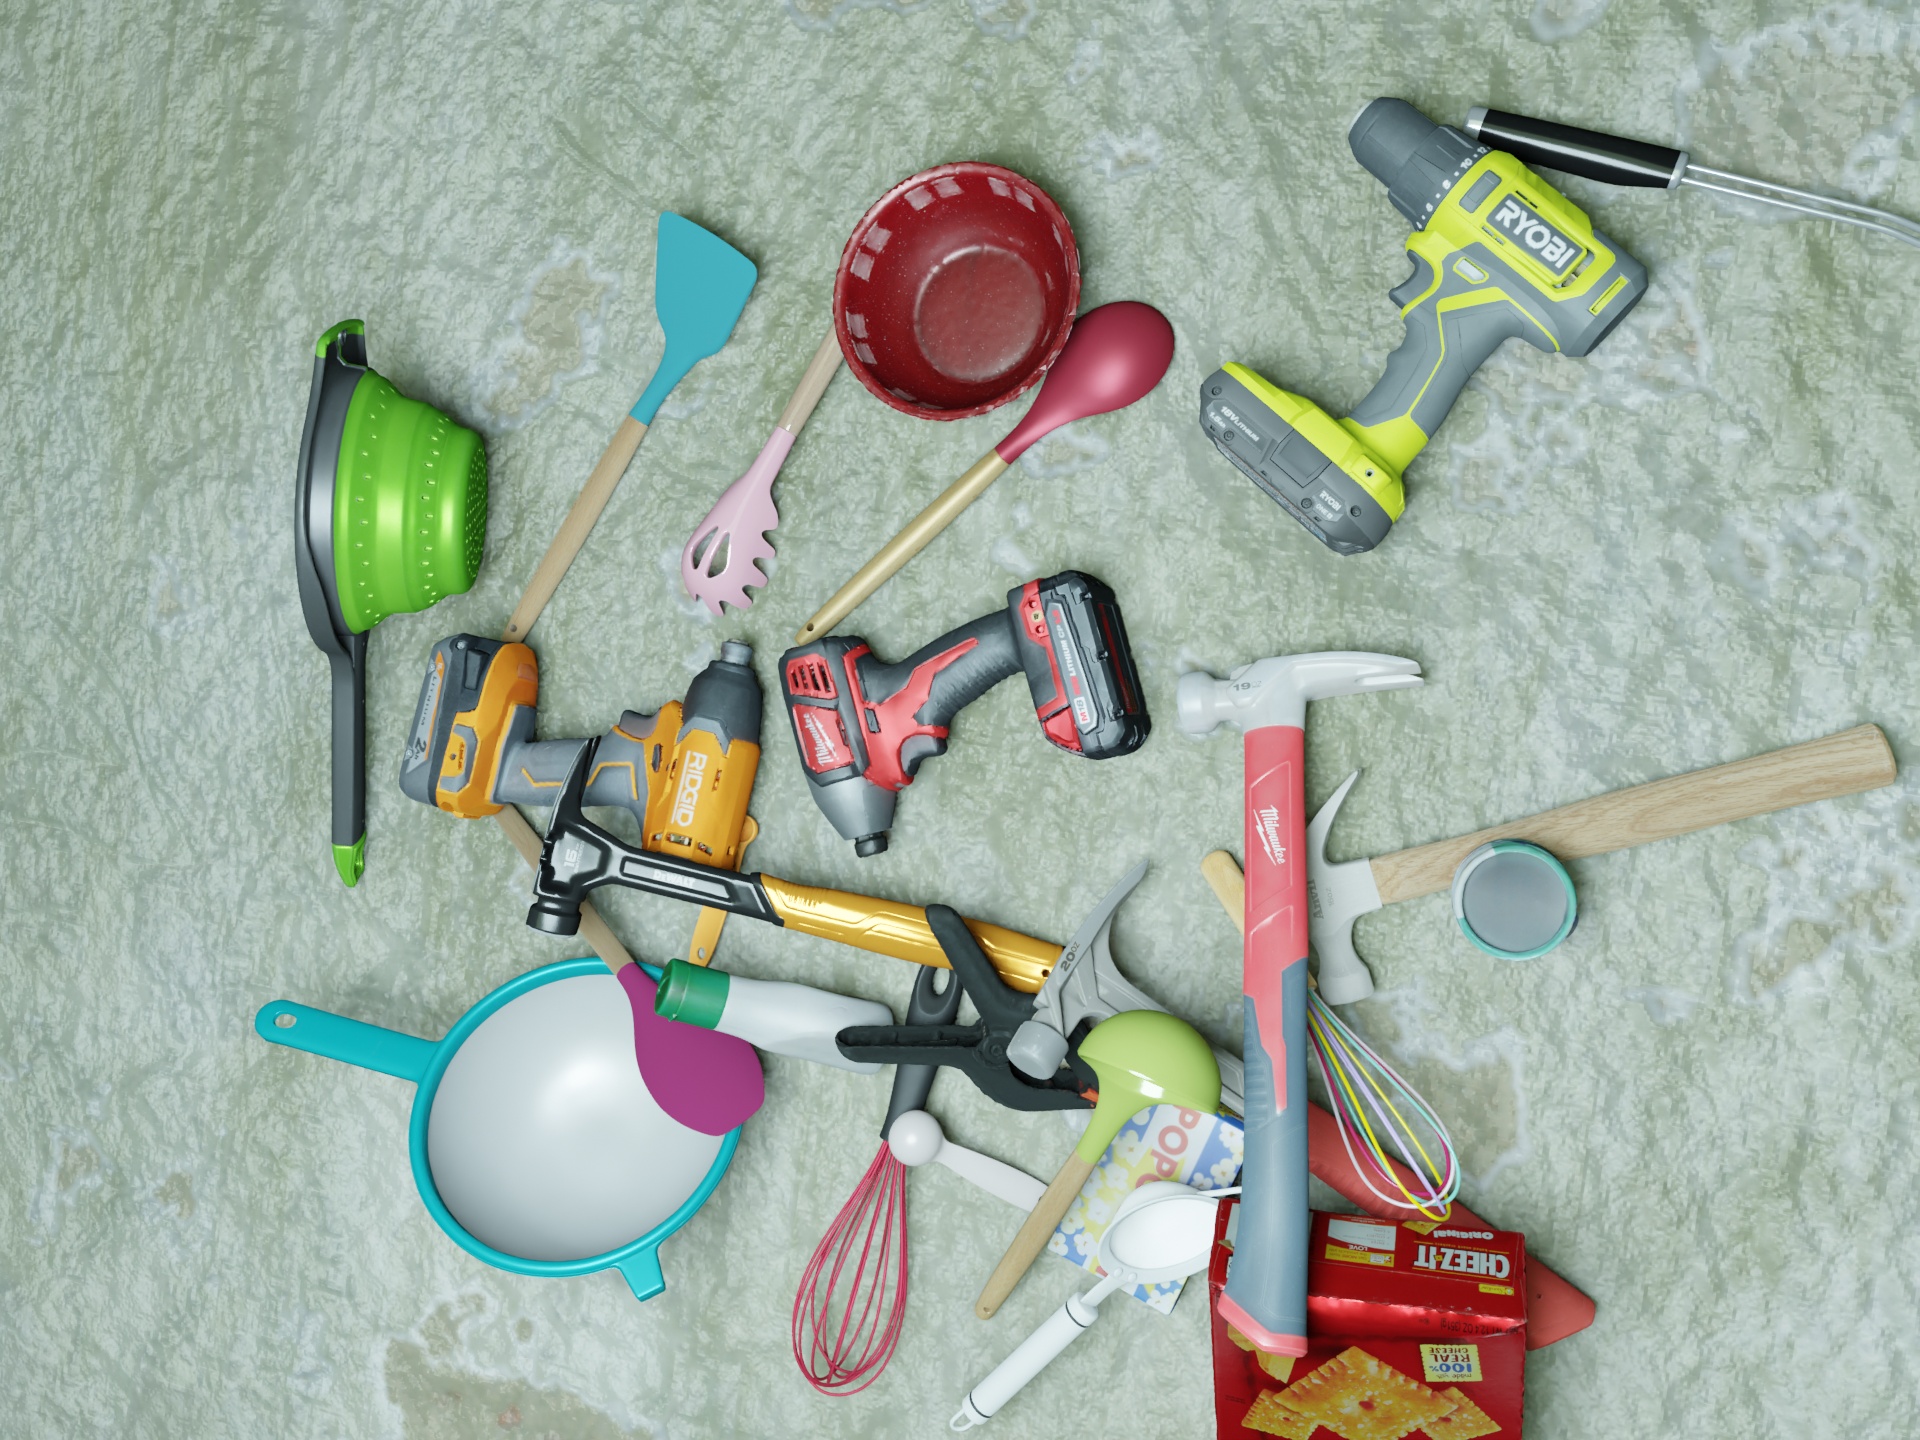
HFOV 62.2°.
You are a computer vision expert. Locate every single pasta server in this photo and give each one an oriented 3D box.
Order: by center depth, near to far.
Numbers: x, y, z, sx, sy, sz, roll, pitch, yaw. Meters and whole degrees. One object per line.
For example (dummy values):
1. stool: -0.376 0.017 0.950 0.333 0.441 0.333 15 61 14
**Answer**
1. pasta server: -0.099 -0.213 1.051 0.060 0.040 0.316 31 95 15

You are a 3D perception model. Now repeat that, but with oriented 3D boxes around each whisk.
1. whisk: 0.208 0.176 0.916 0.245 0.047 0.051 59 148 27
2. whisk: -0.047 0.287 1.018 0.073 0.073 0.296 15 88 16

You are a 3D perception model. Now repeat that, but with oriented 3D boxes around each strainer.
1. strainer: 0.076 0.343 0.946 0.086 0.050 0.258 32 109 -30
2. strainer: -0.301 0.254 1.049 0.340 0.095 0.211 12 55 12

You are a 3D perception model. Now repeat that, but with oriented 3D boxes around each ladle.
1. ladle: 0.061 0.272 0.911 0.078 0.062 0.320 24 129 1
2. ladle: 0.007 -0.152 1.018 0.315 0.031 0.069 -41 71 15

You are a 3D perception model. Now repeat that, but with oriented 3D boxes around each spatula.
1. spatula: -0.238 -0.185 1.082 0.082 0.044 0.317 34 100 12

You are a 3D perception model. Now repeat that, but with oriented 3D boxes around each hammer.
1. hammer: 0.187 0.141 0.869 0.143 0.038 0.387 -6 62 22
2. hammer: 0.350 0.061 0.909 0.331 0.031 0.130 -17 85 16
3. hammer: 0.210 0.237 0.932 0.359 0.036 0.149 34 62 7
4. hammer: -0.094 0.110 0.994 0.337 0.034 0.127 15 93 -1

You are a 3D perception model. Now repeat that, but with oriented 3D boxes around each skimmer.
1. skimmer: 0.454 -0.303 0.849 0.363 0.090 0.127 21 64 18

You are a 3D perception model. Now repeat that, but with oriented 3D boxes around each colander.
1. colander: -0.381 -0.067 1.089 0.094 0.205 0.397 5 110 -9

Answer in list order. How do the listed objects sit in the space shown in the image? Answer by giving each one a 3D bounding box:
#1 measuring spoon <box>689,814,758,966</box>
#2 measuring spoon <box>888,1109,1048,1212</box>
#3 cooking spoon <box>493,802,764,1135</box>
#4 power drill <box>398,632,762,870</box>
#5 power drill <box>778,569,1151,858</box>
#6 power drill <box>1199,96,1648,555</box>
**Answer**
1. measuring spoon: -0.160 0.118 1.076 0.021 0.011 0.117 26 101 33
2. measuring spoon: 0.013 0.281 0.995 0.124 0.018 0.034 28 80 -8
3. cooking spoon: -0.236 0.148 1.054 0.069 0.017 0.319 -34 61 -21
4. power drill: -0.242 0.009 1.061 0.226 0.084 0.164 13 87 11
5. power drill: -0.002 -0.003 0.995 0.219 0.078 0.143 -16 85 19
6. power drill: 0.247 -0.229 0.920 0.191 0.080 0.228 44 99 12
